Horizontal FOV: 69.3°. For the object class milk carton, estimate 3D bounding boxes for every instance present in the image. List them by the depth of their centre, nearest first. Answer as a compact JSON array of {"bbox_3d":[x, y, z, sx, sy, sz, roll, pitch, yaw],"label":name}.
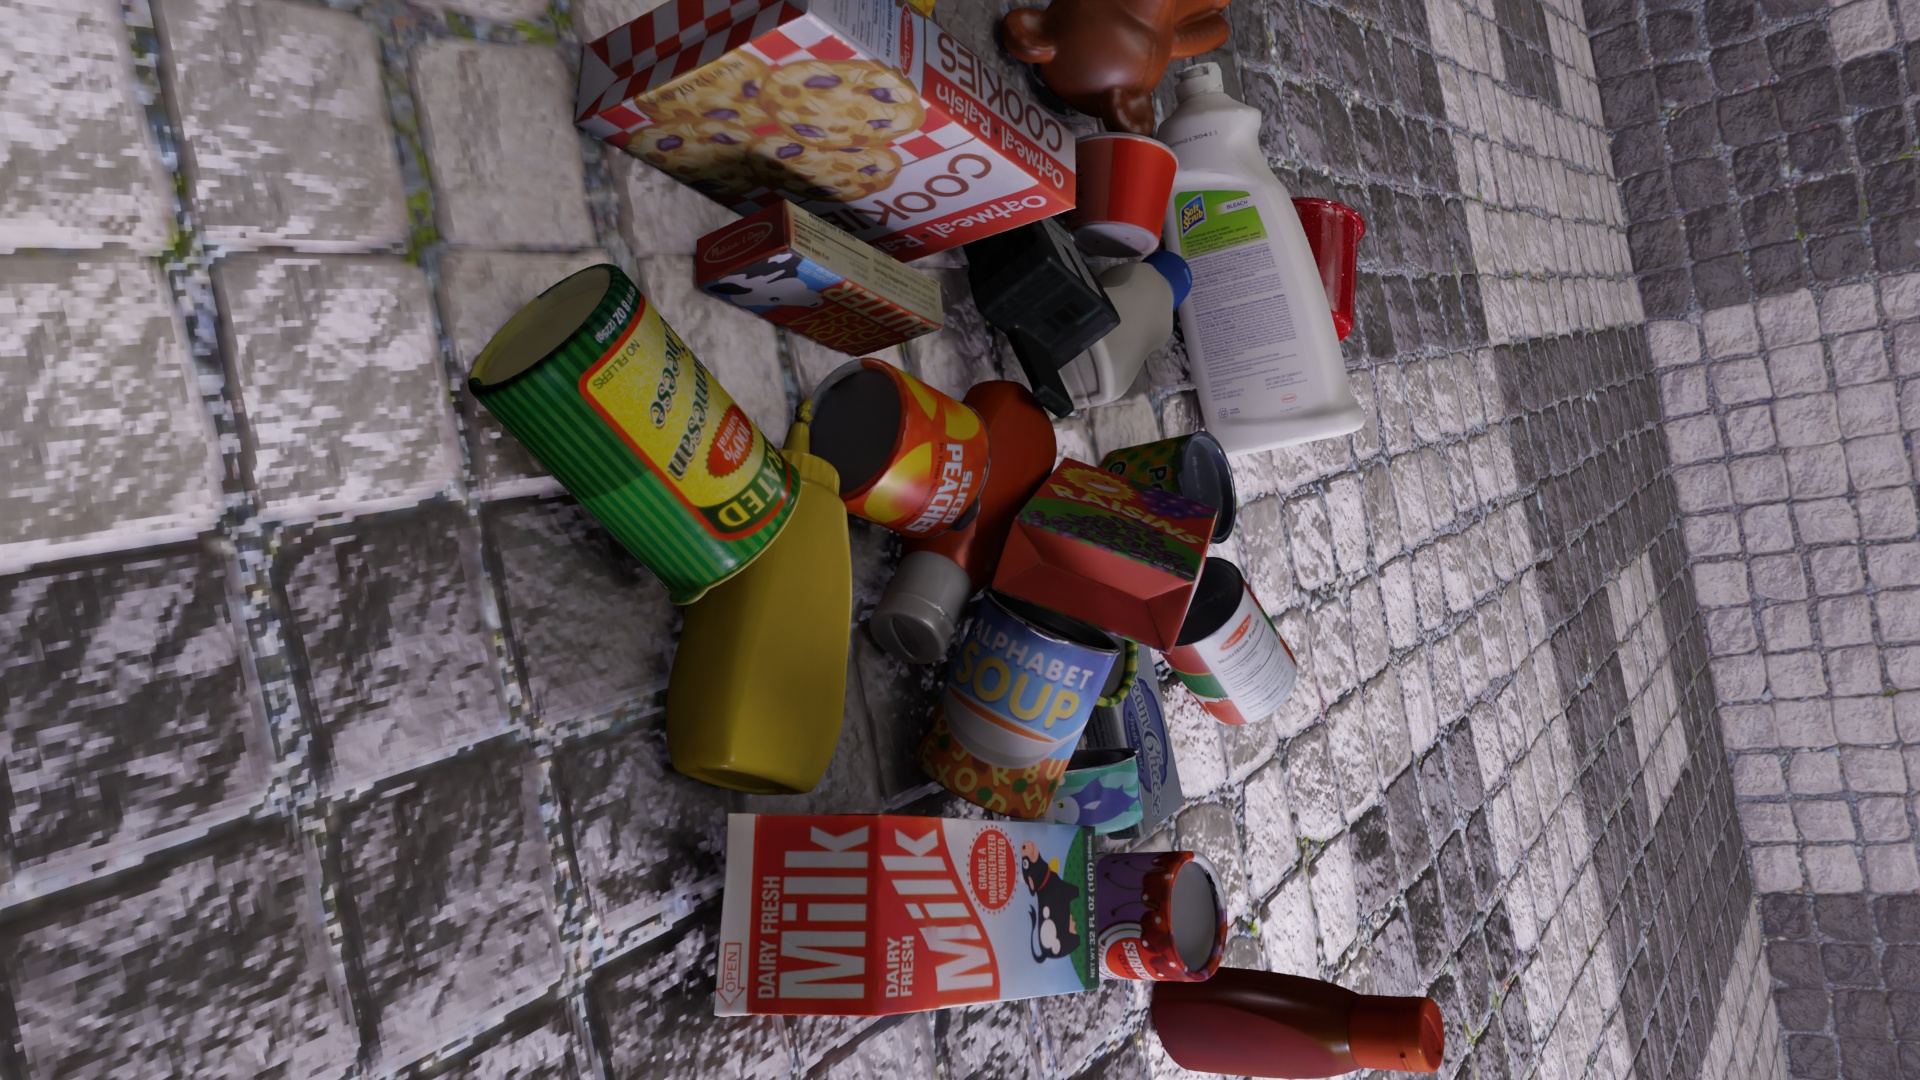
[{"bbox_3d":[-0.025,0.148,0.557,0.190,0.073,0.072,18,67,-50],"label":"milk carton"}]

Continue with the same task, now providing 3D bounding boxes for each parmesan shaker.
[{"bbox_3d":[-0.114,-0.036,0.489,0.102,0.071,0.072,51,44,-33],"label":"parmesan shaker"}]

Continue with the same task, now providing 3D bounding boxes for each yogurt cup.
[{"bbox_3d":[0.091,-0.200,0.814,0.072,0.072,0.054,18,75,-51],"label":"yogurt cup"}]

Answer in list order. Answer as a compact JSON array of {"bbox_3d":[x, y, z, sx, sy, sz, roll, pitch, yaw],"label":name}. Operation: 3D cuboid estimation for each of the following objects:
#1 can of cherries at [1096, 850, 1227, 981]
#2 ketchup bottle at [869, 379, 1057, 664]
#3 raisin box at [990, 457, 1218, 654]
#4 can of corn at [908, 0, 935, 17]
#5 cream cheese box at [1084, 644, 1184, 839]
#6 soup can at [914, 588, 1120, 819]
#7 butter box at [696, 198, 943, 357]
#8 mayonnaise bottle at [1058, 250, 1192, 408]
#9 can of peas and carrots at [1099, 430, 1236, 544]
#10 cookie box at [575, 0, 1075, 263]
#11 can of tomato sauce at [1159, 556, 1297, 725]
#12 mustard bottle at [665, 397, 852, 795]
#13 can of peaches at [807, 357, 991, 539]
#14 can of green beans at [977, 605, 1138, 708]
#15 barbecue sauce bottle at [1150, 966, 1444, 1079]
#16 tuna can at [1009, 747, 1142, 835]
[{"bbox_3d":[0.099,0.198,0.725,0.071,0.058,0.071,19,66,-51],"label":"can of cherries"},{"bbox_3d":[0.002,-0.008,0.658,0.149,0.043,0.064,-63,141,-39],"label":"ketchup bottle"},{"bbox_3d":[0.073,0.003,0.659,0.124,0.086,0.040,-48,155,-68],"label":"raisin box"},{"bbox_3d":[-0.053,-0.254,0.629,0.058,0.071,0.071,-6,87,-54],"label":"can of corn"},{"bbox_3d":[0.093,0.108,0.769,0.053,0.024,0.103,-18,96,-54],"label":"cream cheese box"},{"bbox_3d":[0.024,0.073,0.620,0.071,0.071,0.083,15,101,-52],"label":"soup can"},{"bbox_3d":[-0.058,-0.109,0.595,0.103,0.053,0.024,17,65,-51],"label":"butter box"},{"bbox_3d":[0.096,-0.132,0.822,0.149,0.041,0.064,-45,119,-50],"label":"mayonnaise bottle"},{"bbox_3d":[0.119,-0.026,0.809,0.071,0.058,0.071,17,68,-50],"label":"can of peas and carrots"},{"bbox_3d":[-0.048,-0.167,0.563,0.167,0.123,0.040,19,68,-50],"label":"cookie box"},{"bbox_3d":[0.154,0.060,0.832,0.083,0.071,0.071,51,45,-34],"label":"can of tomato sauce"},{"bbox_3d":[-0.073,0.017,0.547,0.065,0.048,0.161,33,56,-46],"label":"mustard bottle"},{"bbox_3d":[-0.029,-0.038,0.603,0.058,0.071,0.071,24,63,-48],"label":"can of peaches"},{"bbox_3d":[0.048,0.052,0.694,0.071,0.057,0.071,18,68,-51],"label":"can of green beans"},{"bbox_3d":[0.179,0.259,0.742,0.044,0.148,0.064,-52,122,-45],"label":"barbecue sauce bottle"},{"bbox_3d":[0.057,0.123,0.680,0.071,0.071,0.033,-5,87,-54],"label":"tuna can"}]
